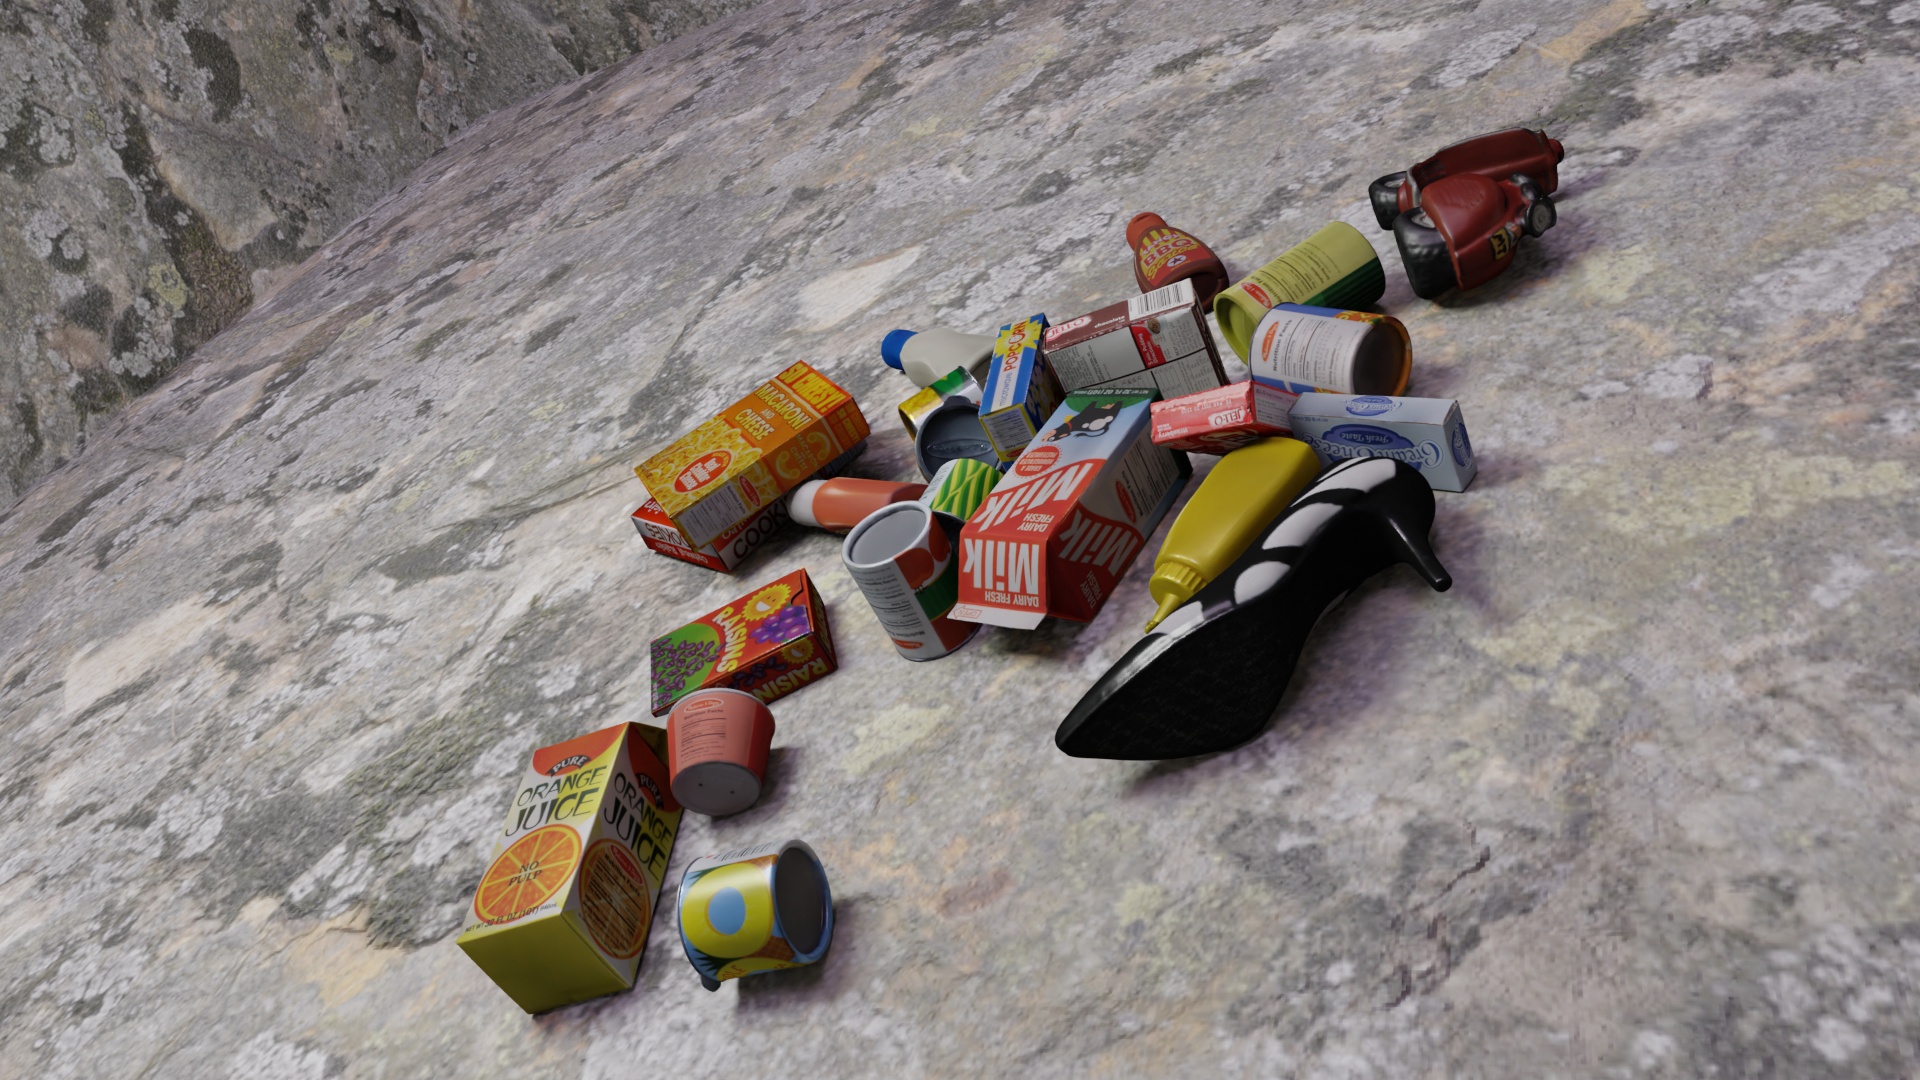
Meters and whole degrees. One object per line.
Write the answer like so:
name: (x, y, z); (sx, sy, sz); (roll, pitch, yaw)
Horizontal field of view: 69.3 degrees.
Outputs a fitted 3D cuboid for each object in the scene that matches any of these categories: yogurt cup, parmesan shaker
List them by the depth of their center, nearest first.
yogurt cup: (-0.149, 0.133, 0.858); (0.072, 0.072, 0.054); (-21, 41, 13)
parmesan shaker: (0.244, -0.171, 0.990); (0.103, 0.071, 0.071); (-32, 32, -8)

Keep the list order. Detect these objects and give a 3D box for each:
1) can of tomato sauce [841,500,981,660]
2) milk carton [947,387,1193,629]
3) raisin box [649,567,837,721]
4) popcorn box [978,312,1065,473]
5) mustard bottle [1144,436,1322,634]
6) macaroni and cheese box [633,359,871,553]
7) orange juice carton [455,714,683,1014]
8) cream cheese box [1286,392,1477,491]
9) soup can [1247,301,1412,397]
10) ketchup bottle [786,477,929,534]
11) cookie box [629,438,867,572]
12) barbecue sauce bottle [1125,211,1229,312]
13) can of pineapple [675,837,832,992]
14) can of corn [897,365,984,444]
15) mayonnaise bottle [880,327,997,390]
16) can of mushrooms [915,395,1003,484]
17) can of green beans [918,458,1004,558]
can of tomato sauce: (-0.030, 0.024, 0.901); (0.071, 0.082, 0.071); (-20, 33, 14)
milk carton: (0.067, -0.013, 0.889); (0.072, 0.073, 0.191); (4, 44, 41)
raisin box: (-0.152, 0.078, 0.959); (0.123, 0.040, 0.086); (-26, 31, 3)
popcorn box: (0.054, -0.095, 1.006); (0.038, 0.085, 0.127); (-16, 34, 22)
mustard bottle: (0.154, 0.003, 0.823); (0.065, 0.048, 0.161); (7, 46, 51)
macaroni and cheese box: (-0.167, -0.070, 1.105); (0.167, 0.040, 0.124); (-35, 32, -11)
orange juice carton: (-0.224, 0.179, 0.840); (0.072, 0.072, 0.194); (-19, 32, 16)
cream cheese box: (0.252, -0.060, 0.833); (0.104, 0.053, 0.024); (9, 50, 45)
soup can: (0.245, -0.119, 0.914); (0.071, 0.071, 0.084); (-42, 35, -21)
ketchup bottle: (-0.074, -0.025, 1.032); (0.065, 0.043, 0.149); (3, 3, -40)
cookie box: (-0.177, -0.048, 1.160); (0.123, 0.040, 0.168); (12, 49, 47)
barbecue sauce bottle: (0.172, -0.231, 1.149); (0.065, 0.043, 0.149); (-26, 31, 7)
can of pineapple: (-0.107, 0.197, 0.733); (0.058, 0.070, 0.071); (-16, 34, 19)
can of corn: (-0.008, -0.091, 1.067); (0.058, 0.071, 0.071); (-33, 32, -7)
mayonnaise bottle: (-0.016, -0.154, 1.187); (0.065, 0.041, 0.148); (-39, 32, -19)
can of mushrooms: (0.000, -0.068, 1.010); (0.071, 0.071, 0.033); (-32, -6, -5)
can of green beans: (0.002, -0.013, 0.947); (0.071, 0.071, 0.058); (-4, 38, 34)
